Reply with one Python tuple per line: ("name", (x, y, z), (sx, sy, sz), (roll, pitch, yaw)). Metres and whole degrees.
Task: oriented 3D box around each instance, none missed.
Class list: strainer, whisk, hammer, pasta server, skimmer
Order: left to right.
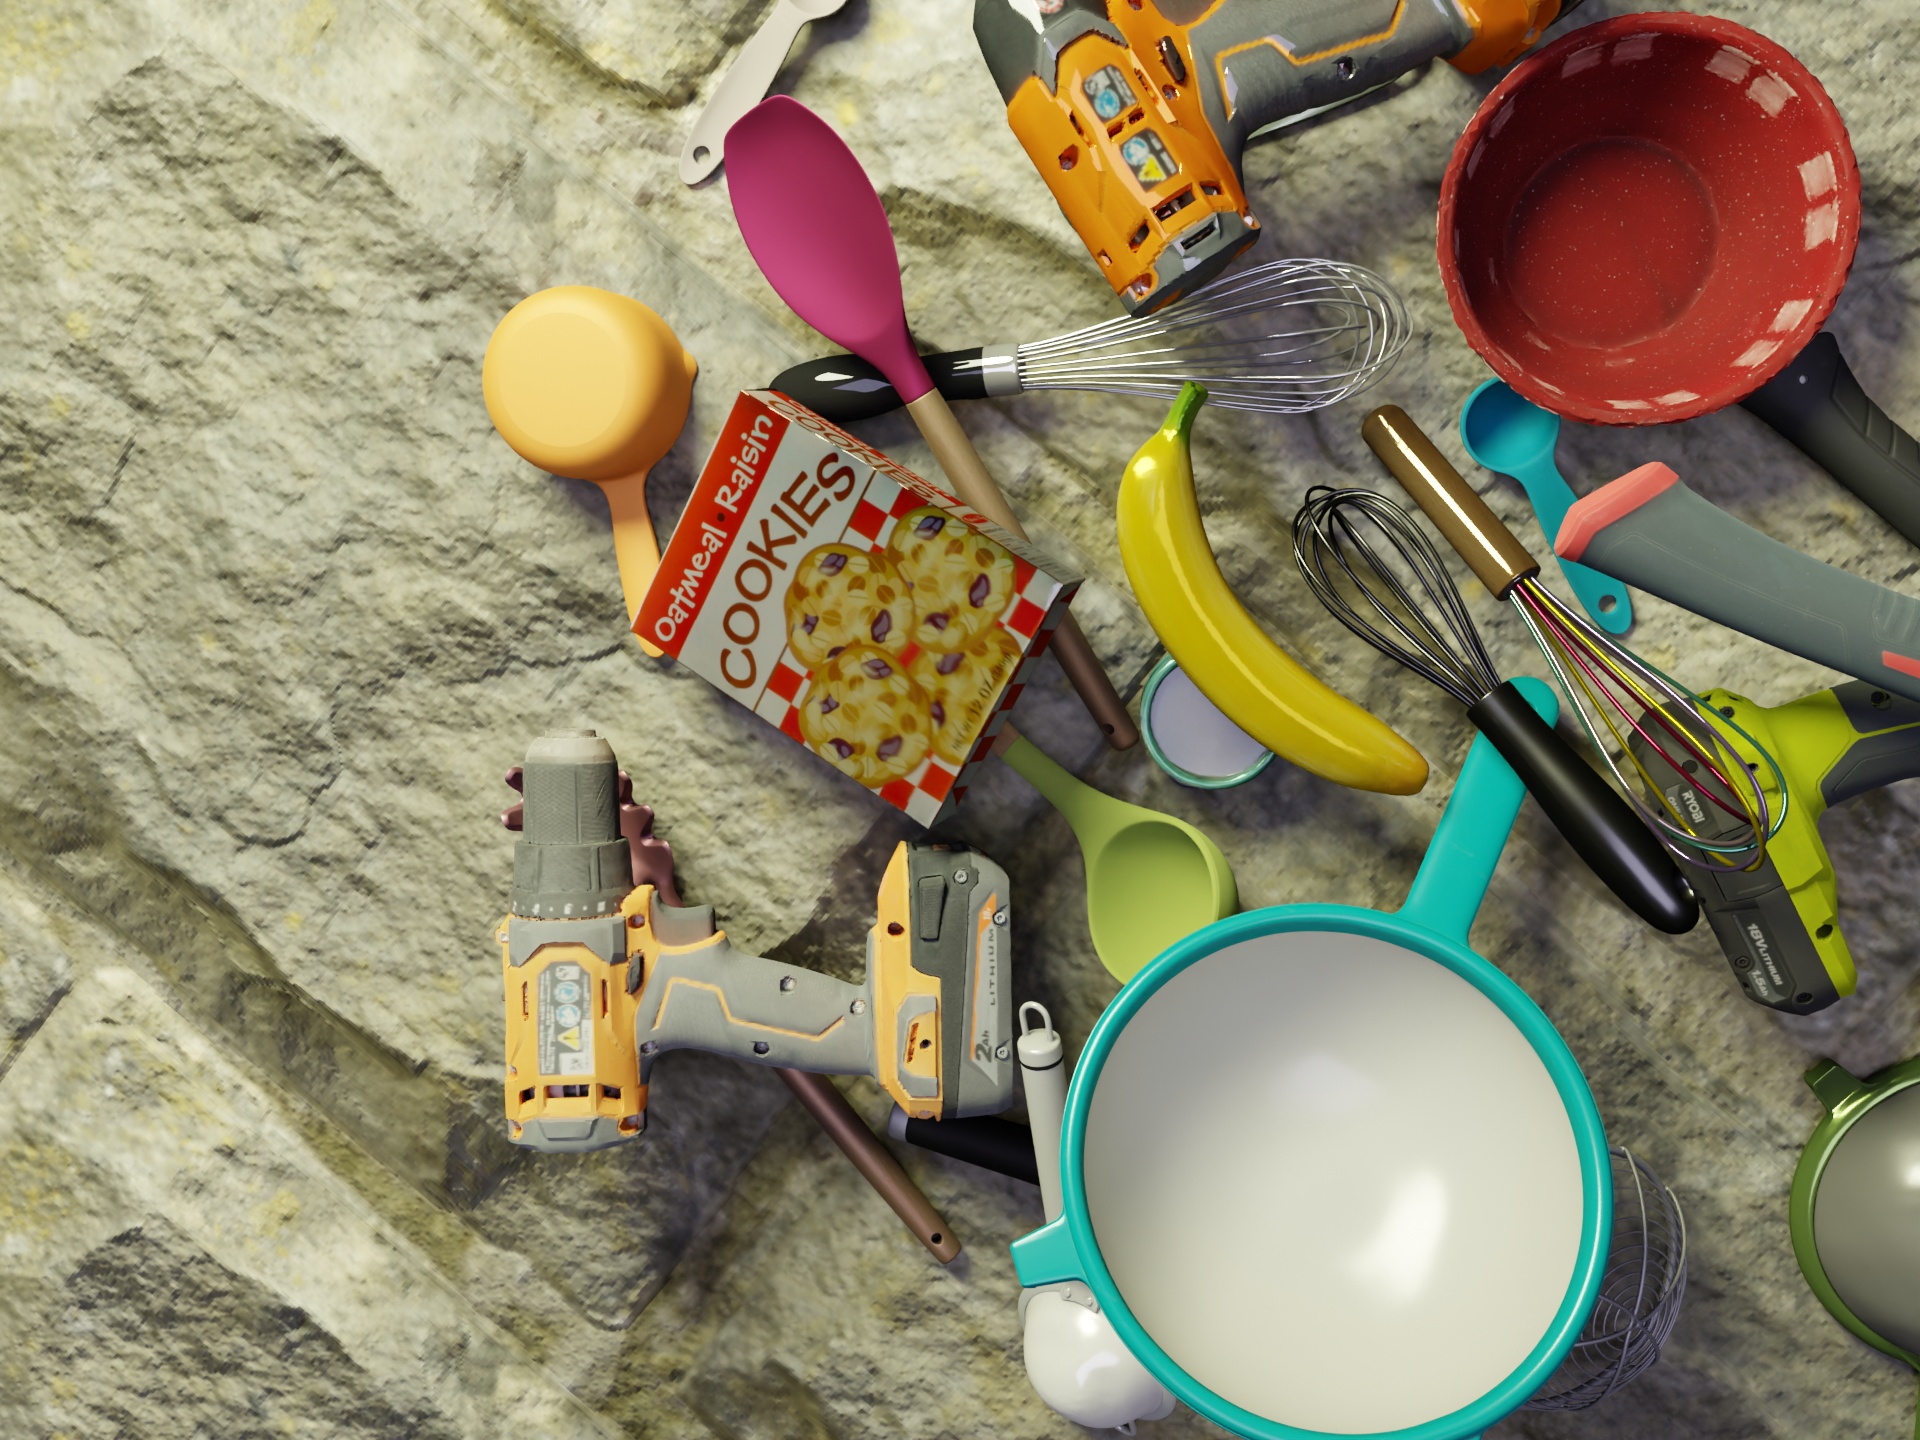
("pasta server", (-0.103, 0.139, 0.762), (0.060, 0.040, 0.316), (-40, 92, -5))
("strainer", (0.048, 0.239, 0.719), (0.087, 0.050, 0.258), (7, 116, 37))
("whisk", (0.051, -0.156, 0.694), (0.284, 0.070, 0.070), (-4, 97, 13))
("skimmer", (0.148, 0.224, 0.744), (0.363, 0.090, 0.127), (12, 97, 16))
("strainer", (0.177, 0.137, 0.677), (0.211, 0.095, 0.340), (24, 69, 16))
("whisk", (0.221, -0.008, 0.666), (0.055, 0.055, 0.239), (-40, 73, 11))
("whisk", (0.241, -0.041, 0.642), (0.051, 0.047, 0.245), (-41, 63, 19))
("strainer", (0.444, 0.276, 0.690), (0.151, 0.069, 0.256), (3, 96, 7))
("hammer", (0.455, -0.042, 0.664), (0.335, 0.035, 0.146), (40, 100, 1))
("hammer", (0.400, 0.013, 0.575), (0.386, 0.038, 0.143), (23, 108, 10))

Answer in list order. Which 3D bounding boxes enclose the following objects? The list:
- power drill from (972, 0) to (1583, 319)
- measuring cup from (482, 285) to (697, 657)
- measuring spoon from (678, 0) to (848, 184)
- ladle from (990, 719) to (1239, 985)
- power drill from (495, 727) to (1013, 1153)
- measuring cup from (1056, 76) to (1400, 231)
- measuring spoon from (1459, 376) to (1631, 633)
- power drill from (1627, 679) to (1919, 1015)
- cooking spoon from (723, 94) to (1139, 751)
("power drill", (0.119, -0.287, 0.627), (0.226, 0.084, 0.164), (-34, 94, -1))
("measuring cup", (-0.164, -0.112, 0.727), (0.095, 0.052, 0.173), (-11, 94, 9))
("measuring spoon", (-0.089, -0.294, 0.716), (0.034, 0.018, 0.124), (39, 107, 1))
("ladle", (-0.001, -0.002, 0.721), (0.320, 0.062, 0.078), (43, 120, 3))
("power drill", (-0.093, 0.094, 0.713), (0.226, 0.084, 0.185), (-1, 91, -3))
("measuring cup", (0.118, -0.257, 0.678), (0.167, 0.038, 0.083), (-20, 94, 11))
("measuring spoon", (0.258, -0.093, 0.696), (0.042, 0.021, 0.128), (-31, 102, 10))
("power drill", (0.404, 0.025, 0.633), (0.223, 0.080, 0.171), (-26, 94, 23))
("cooking spoon", (-0.004, -0.119, 0.691), (0.069, 0.017, 0.318), (-21, 109, 35))
